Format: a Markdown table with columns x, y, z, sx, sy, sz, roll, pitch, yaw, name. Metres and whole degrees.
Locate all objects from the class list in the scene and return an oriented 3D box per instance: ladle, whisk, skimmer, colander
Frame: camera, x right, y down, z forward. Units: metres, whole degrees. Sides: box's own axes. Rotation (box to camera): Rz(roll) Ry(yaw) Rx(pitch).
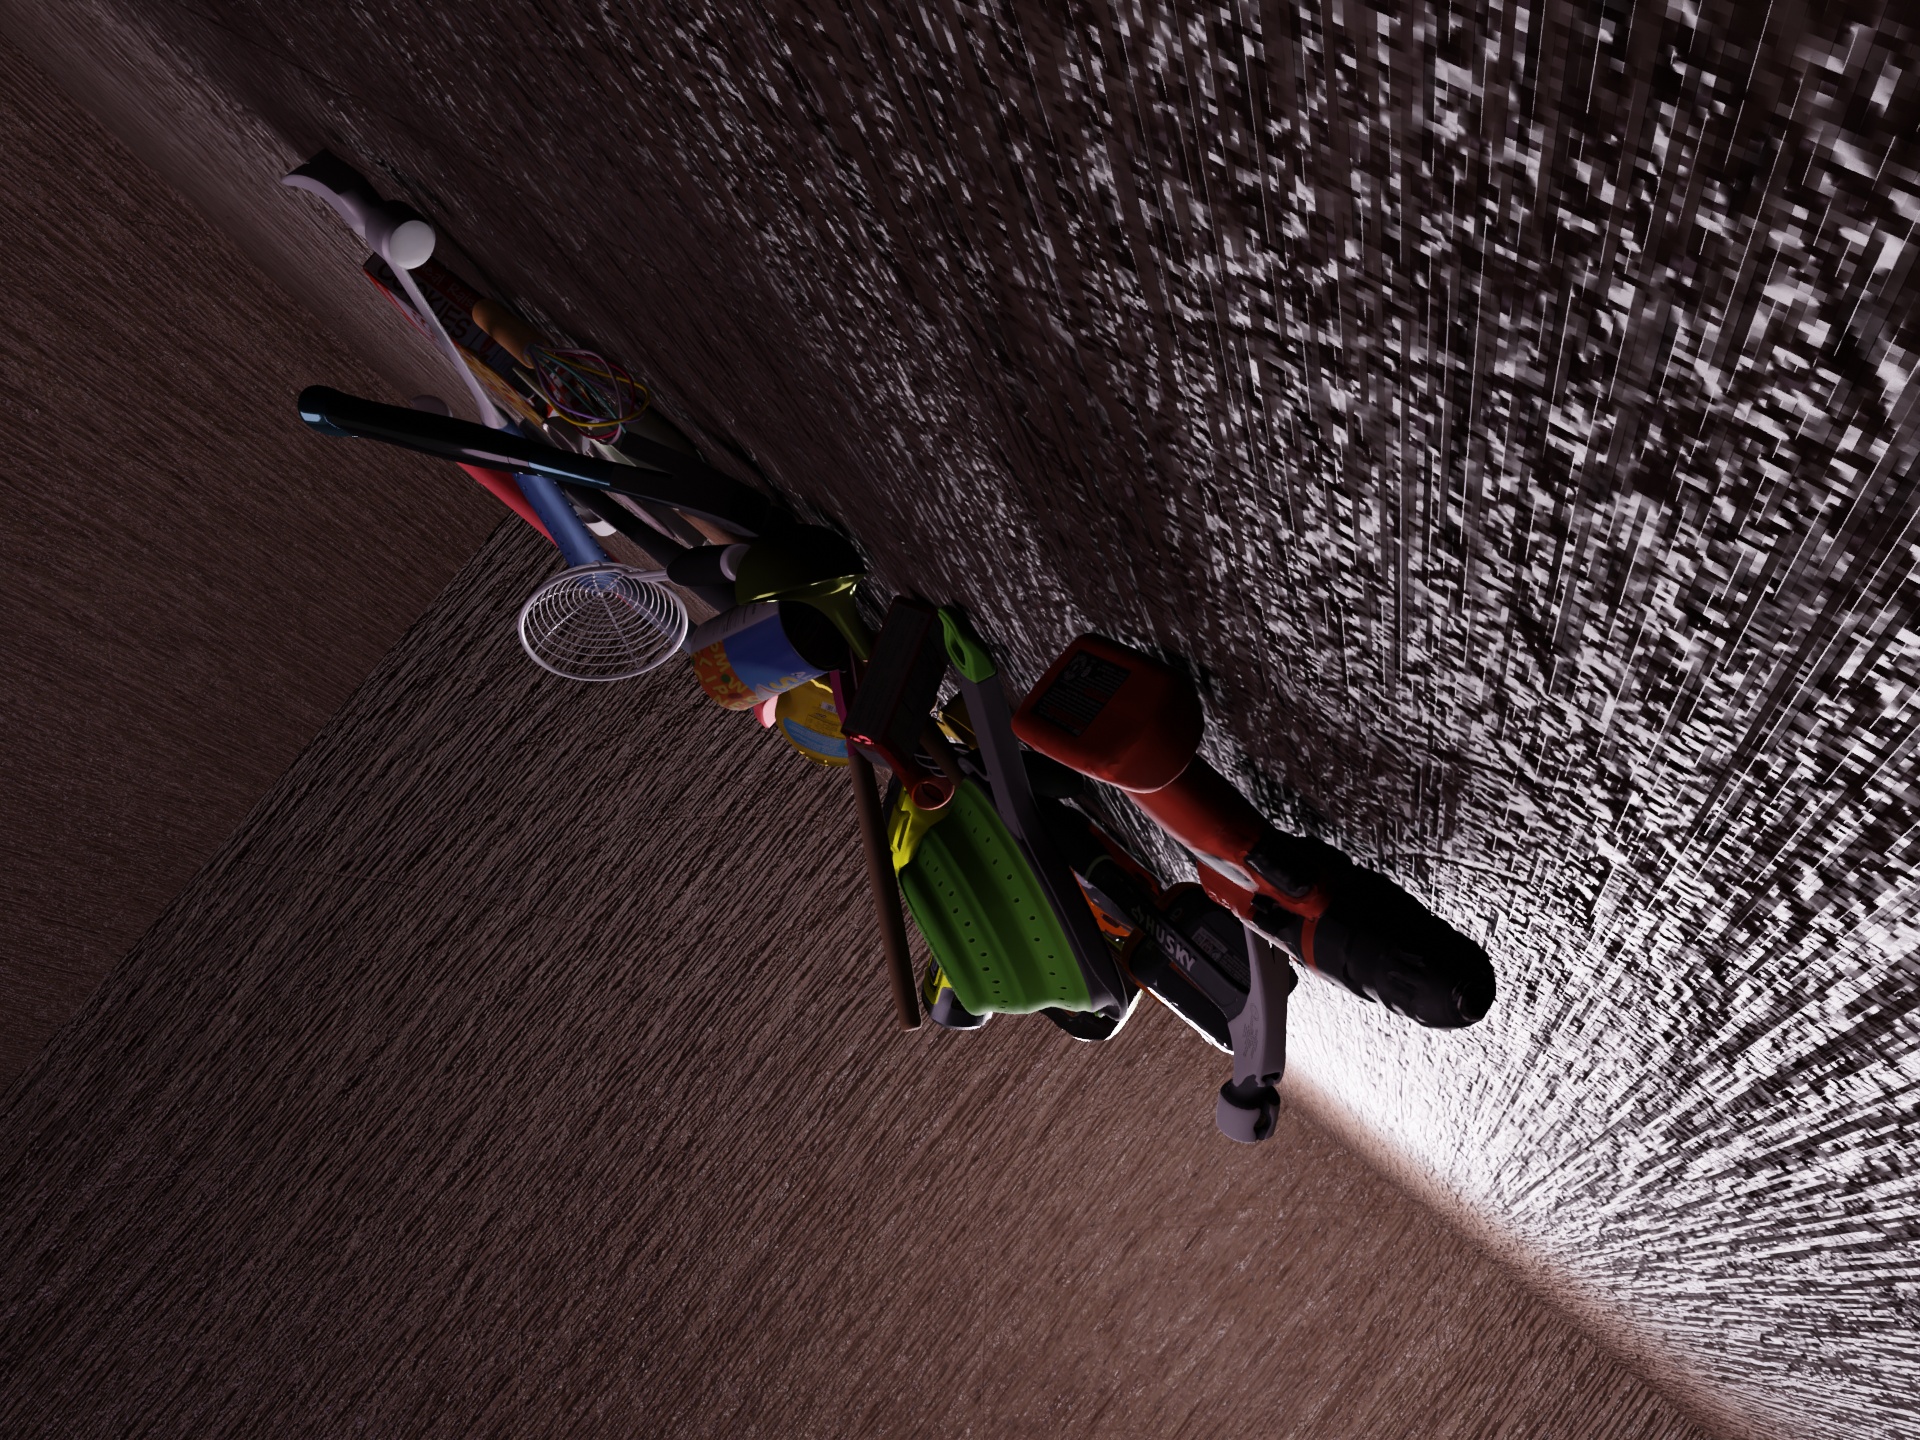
| x | y | z | sx | sy | sz | roll | pitch | yaw | name |
| --- | --- | --- | --- | --- | --- | --- | --- | --- | --- |
| -0.049 | -0.020 | 1.022 | 0.319 | 0.078 | 0.062 | 55 | -152 | -51 | ladle |
| 0.024 | 0.027 | 1.152 | 0.055 | 0.055 | 0.239 | 42 | 169 | -25 | whisk |
| -0.260 | -0.229 | 1.016 | 0.245 | 0.047 | 0.051 | 40 | 177 | 45 | whisk |
| -0.215 | -0.071 | 1.105 | 0.127 | 0.090 | 0.363 | 9 | 178 | -27 | skimmer |
| 0.005 | 0.079 | 0.995 | 0.205 | 0.094 | 0.396 | 57 | 170 | 38 | colander |

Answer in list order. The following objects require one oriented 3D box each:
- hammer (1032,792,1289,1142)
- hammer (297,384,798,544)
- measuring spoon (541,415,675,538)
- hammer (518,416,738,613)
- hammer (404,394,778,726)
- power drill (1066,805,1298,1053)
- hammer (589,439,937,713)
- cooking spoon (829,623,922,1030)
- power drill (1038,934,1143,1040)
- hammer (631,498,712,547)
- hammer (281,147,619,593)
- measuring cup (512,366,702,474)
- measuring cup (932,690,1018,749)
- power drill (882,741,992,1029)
| x | y | z | sx | sy | sz | roll | pitch | yaw | name |
| --- | --- | --- | --- | --- | --- | --- | --- | --- | --- |
| 0.101 | 0.104 | 1.069 | 0.036 | 0.149 | 0.409 | -6 | -156 | -22 | hammer |
| -0.269 | -0.163 | 0.984 | 0.331 | 0.033 | 0.128 | 15 | 176 | 20 | hammer |
| -0.252 | -0.179 | 1.160 | 0.124 | 0.018 | 0.034 | 42 | 166 | -17 | measuring spoon |
| -0.237 | -0.138 | 1.243 | 0.335 | 0.035 | 0.146 | 35 | 172 | 37 | hammer |
| -0.301 | -0.130 | 1.345 | 0.386 | 0.038 | 0.143 | 40 | 175 | -11 | hammer |
| 0.152 | 0.158 | 1.191 | 0.164 | 0.084 | 0.227 | 41 | 178 | -27 | power drill |
| -0.143 | -0.110 | 1.209 | 0.331 | 0.031 | 0.130 | 41 | 174 | -19 | hammer |
| -0.062 | 0.048 | 1.061 | 0.068 | 0.017 | 0.319 | 113 | 147 | -70 | cooking spoon |
| 0.143 | 0.209 | 1.371 | 0.191 | 0.080 | 0.228 | 37 | -163 | 27 | power drill |
| -0.146 | -0.079 | 1.428 | 0.358 | 0.037 | 0.149 | 45 | 172 | -38 | hammer |
| -0.330 | -0.221 | 1.101 | 0.144 | 0.035 | 0.405 | 39 | 164 | 28 | hammer |
| -0.236 | -0.203 | 1.064 | 0.168 | 0.038 | 0.083 | 39 | 174 | 21 | measuring cup |
| -0.002 | -0.004 | 1.139 | 0.062 | 0.029 | 0.157 | 43 | 173 | -20 | measuring cup |
| -0.003 | 0.118 | 1.307 | 0.080 | 0.171 | 0.223 | 6 | -151 | -18 | power drill |
